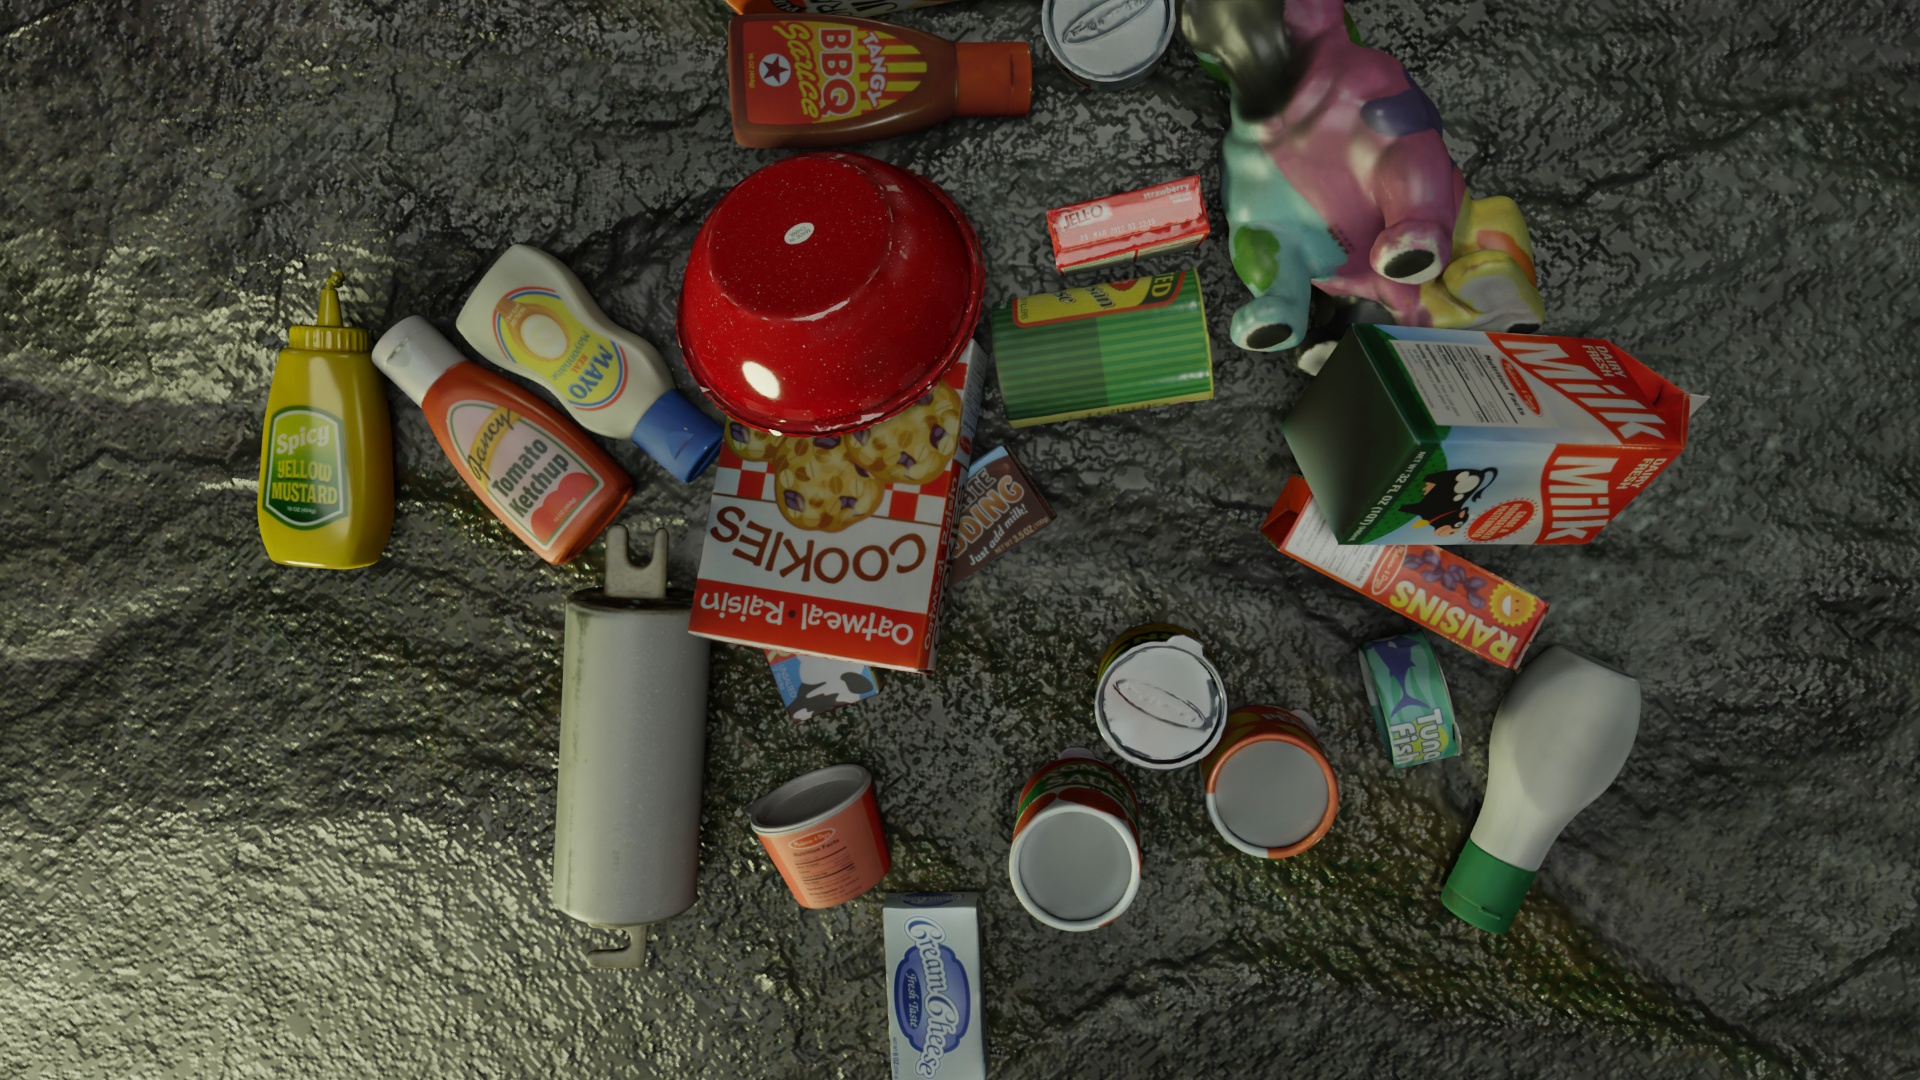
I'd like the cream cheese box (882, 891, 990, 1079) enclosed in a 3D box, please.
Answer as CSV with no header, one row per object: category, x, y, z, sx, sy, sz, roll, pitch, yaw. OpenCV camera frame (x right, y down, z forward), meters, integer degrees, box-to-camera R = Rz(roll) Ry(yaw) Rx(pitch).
cream cheese box,-0.013,0.246,0.764,0.053,0.024,0.103,-3,96,5

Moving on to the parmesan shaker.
parmesan shaker,0.071,-0.095,0.694,0.103,0.071,0.071,-8,96,7

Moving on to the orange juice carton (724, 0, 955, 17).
orange juice carton,-0.061,-0.301,0.674,0.192,0.072,0.073,-5,88,14

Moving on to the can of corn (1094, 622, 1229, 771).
can of corn,0.104,0.076,0.716,0.071,0.058,0.071,1,96,6

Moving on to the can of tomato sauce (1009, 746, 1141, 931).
can of tomato sauce,0.061,0.153,0.716,0.071,0.083,0.071,1,97,6

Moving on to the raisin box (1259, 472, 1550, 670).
raisin box,0.214,0.013,0.684,0.123,0.086,0.040,27,97,2

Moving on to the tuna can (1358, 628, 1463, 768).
tuna can,0.226,0.081,0.698,0.033,0.071,0.071,-15,95,9

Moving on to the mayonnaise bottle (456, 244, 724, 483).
mayonnaise bottle,-0.191,-0.090,0.737,0.148,0.041,0.064,39,97,1

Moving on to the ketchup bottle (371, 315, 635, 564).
ketchup bottle,-0.248,-0.058,0.746,0.149,0.043,0.064,43,97,1

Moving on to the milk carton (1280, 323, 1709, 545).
milk carton,0.257,-0.047,0.647,0.191,0.072,0.074,-1,52,-21

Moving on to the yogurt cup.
yogurt cup,-0.071,0.159,0.742,0.072,0.072,0.054,-19,103,8

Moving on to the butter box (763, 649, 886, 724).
butter box,-0.083,0.042,0.749,0.053,0.024,0.103,-21,94,7

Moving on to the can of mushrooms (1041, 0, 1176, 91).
can of mushrooms,0.073,-0.263,0.695,0.071,0.033,0.071,1,97,6

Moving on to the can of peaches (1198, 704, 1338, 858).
can of peaches,0.159,0.122,0.715,0.071,0.058,0.071,1,97,6

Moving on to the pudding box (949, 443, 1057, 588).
pudding box,0.003,-0.009,0.732,0.083,0.030,0.049,-33,91,8

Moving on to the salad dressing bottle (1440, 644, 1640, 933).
salad dressing bottle,0.293,0.128,0.710,0.064,0.044,0.147,22,99,1

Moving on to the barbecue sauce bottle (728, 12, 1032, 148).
barbecue sauce bottle,-0.040,-0.230,0.695,0.149,0.043,0.065,-2,91,-5

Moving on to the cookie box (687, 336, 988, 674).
cookie box,-0.061,-0.023,0.707,0.123,0.040,0.167,8,84,14

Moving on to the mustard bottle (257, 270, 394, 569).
mustard bottle,-0.343,-0.066,0.752,0.065,0.049,0.160,3,97,4
